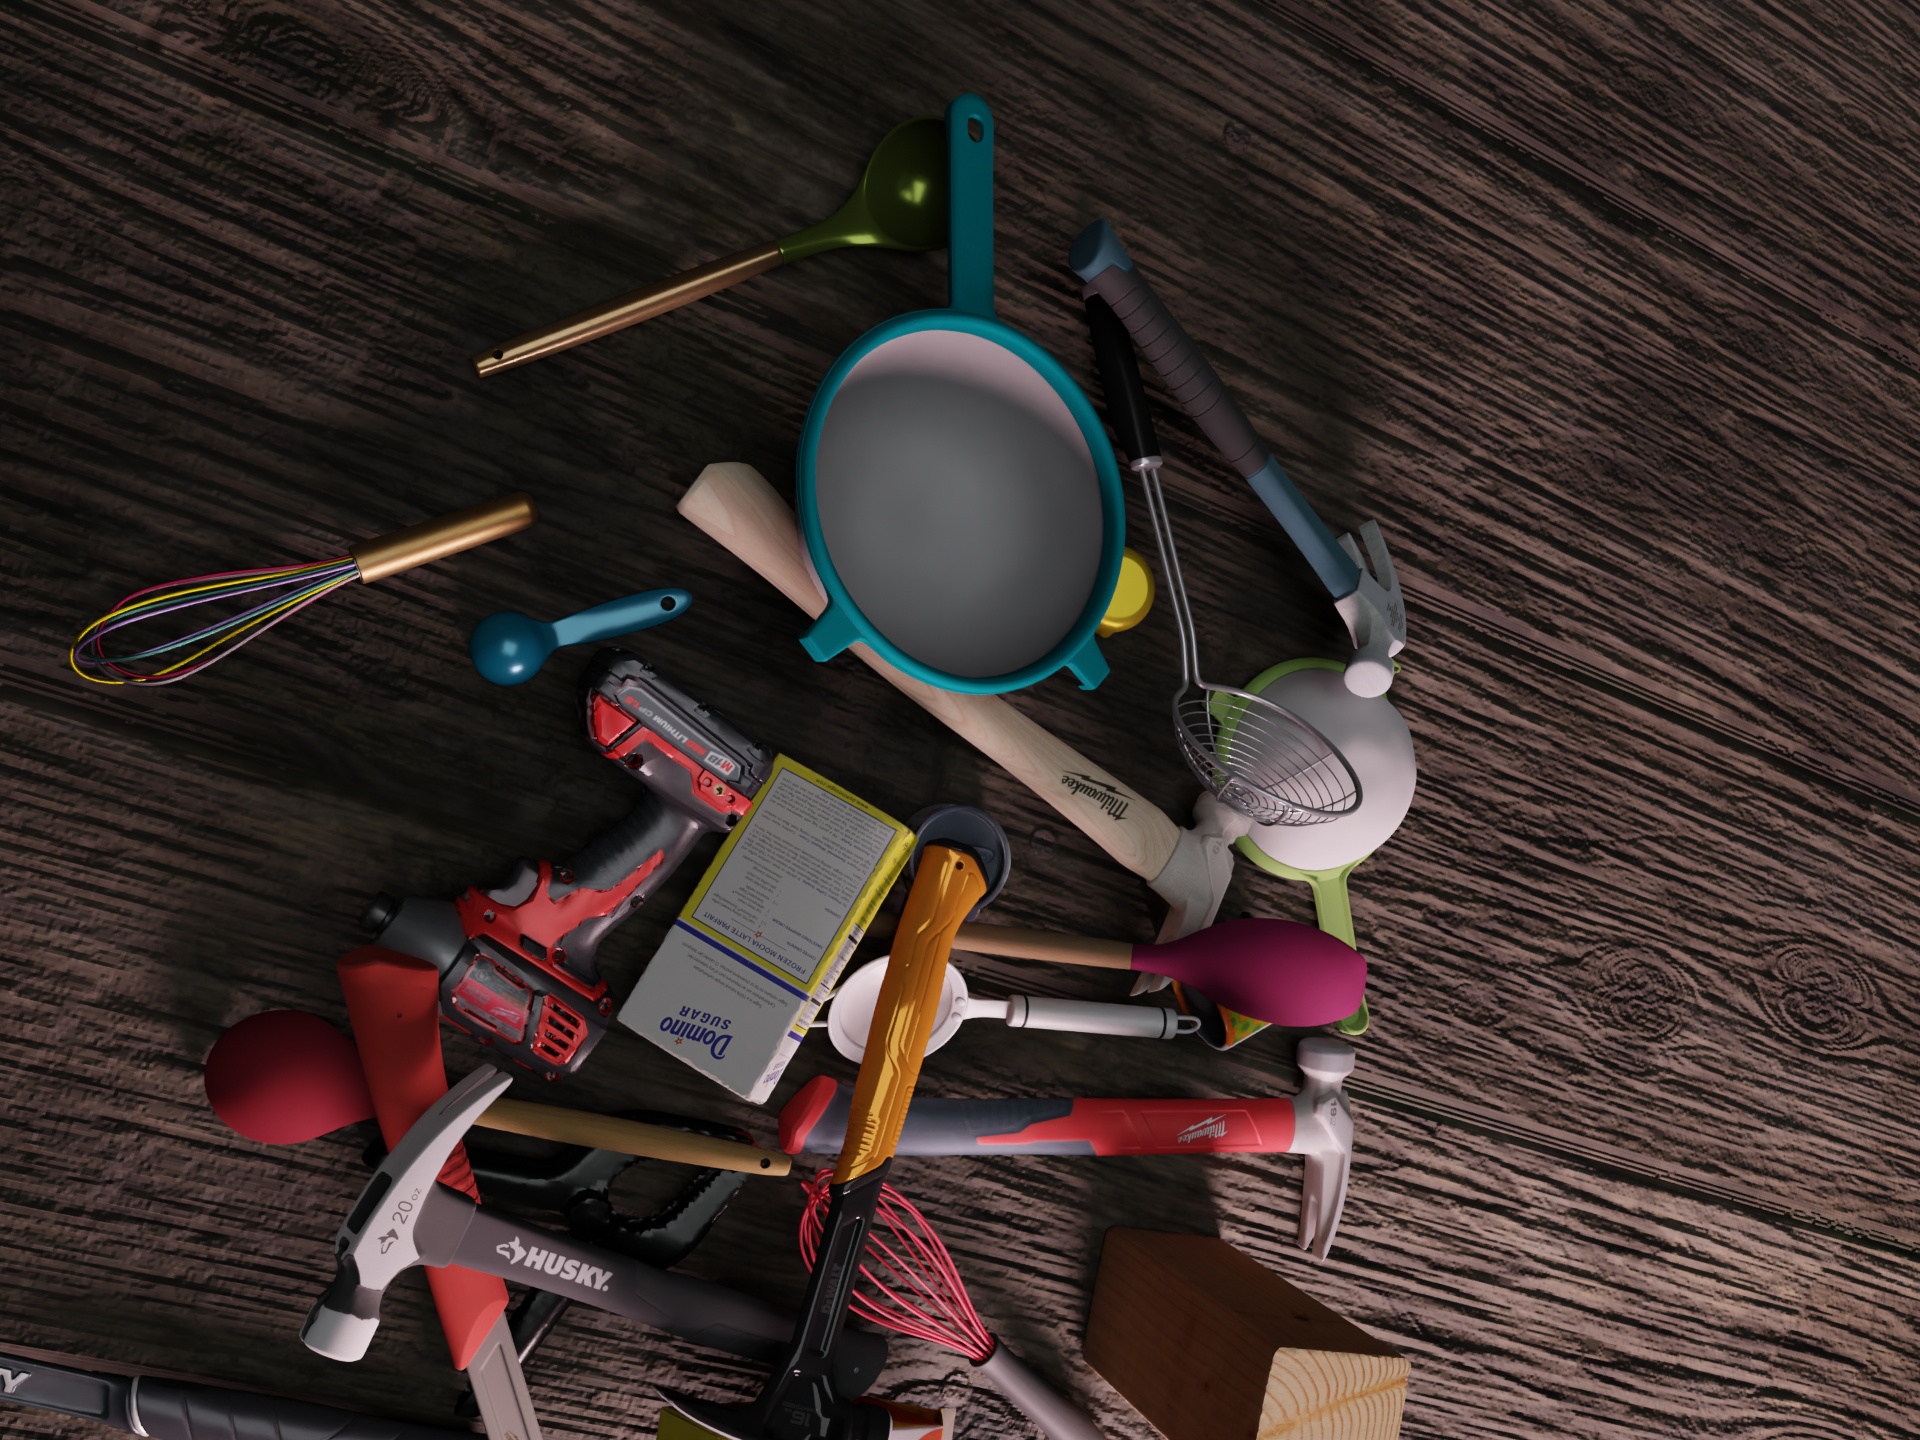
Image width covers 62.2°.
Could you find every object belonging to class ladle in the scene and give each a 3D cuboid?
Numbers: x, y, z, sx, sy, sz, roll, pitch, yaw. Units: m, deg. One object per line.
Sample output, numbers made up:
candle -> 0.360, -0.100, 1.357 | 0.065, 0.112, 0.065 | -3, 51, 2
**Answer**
ladle -> -0.246, 0.215, 0.861 | 0.315, 0.031, 0.069 | 14, 80, -12
ladle -> -0.127, -0.264, 0.910 | 0.320, 0.062, 0.078 | -26, 86, -15

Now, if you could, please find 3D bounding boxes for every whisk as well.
whisk -> -0.343, -0.073, 0.845 | 0.245, 0.051, 0.047 | -24, 120, -23
whisk -> 0.002, 0.372, 0.966 | 0.073, 0.073, 0.295 | -47, 111, -14

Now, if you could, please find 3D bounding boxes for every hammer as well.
hammer -> -0.002, -0.003, 0.950 | 0.410, 0.038, 0.146 | 38, 59, -13
hammer -> 0.075, 0.271, 1.001 | 0.386, 0.038, 0.143 | 5, 91, -20
hammer -> -0.439, 0.341, 0.815 | 0.408, 0.036, 0.149 | 22, 82, -20
hammer -> 0.177, -0.170, 0.993 | 0.330, 0.033, 0.128 | 49, 37, -16
hammer -> -0.268, 0.290, 0.828 | 0.149, 0.037, 0.359 | -18, 104, -24
hammer -> -0.056, 0.223, 0.874 | 0.127, 0.034, 0.337 | 23, 72, -20
hammer -> -0.166, 0.301, 0.852 | 0.334, 0.035, 0.146 | 34, 72, -34

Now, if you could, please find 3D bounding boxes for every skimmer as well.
skimmer -> 0.152, -0.109, 0.972 | 0.127, 0.090, 0.363 | -9, 83, -48

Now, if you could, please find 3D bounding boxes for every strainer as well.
strainer -> 0.254, 0.085, 1.047 | 0.151, 0.069, 0.256 | -10, 93, -20
strainer -> -0.016, -0.179, 0.905 | 0.211, 0.095, 0.340 | 5, 81, -33
strainer -> 0.026, 0.176, 0.966 | 0.258, 0.050, 0.086 | 8, 117, -14

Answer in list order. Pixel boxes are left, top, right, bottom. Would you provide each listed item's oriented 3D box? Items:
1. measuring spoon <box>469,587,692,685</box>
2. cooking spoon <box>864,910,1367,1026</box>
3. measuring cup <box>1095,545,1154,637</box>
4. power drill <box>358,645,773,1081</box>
measuring spoon -> -0.212, -0.053, 0.898 | 0.128, 0.021, 0.042 | -18, 97, -18
cooking spoon -> 0.075, 0.136, 0.932 | 0.319, 0.017, 0.068 | 6, 112, 8
measuring cup -> 0.050, -0.081, 0.990 | 0.156, 0.029, 0.062 | -3, 92, -20
power drill -> -0.215, 0.073, 0.873 | 0.143, 0.078, 0.220 | 37, 82, -17
